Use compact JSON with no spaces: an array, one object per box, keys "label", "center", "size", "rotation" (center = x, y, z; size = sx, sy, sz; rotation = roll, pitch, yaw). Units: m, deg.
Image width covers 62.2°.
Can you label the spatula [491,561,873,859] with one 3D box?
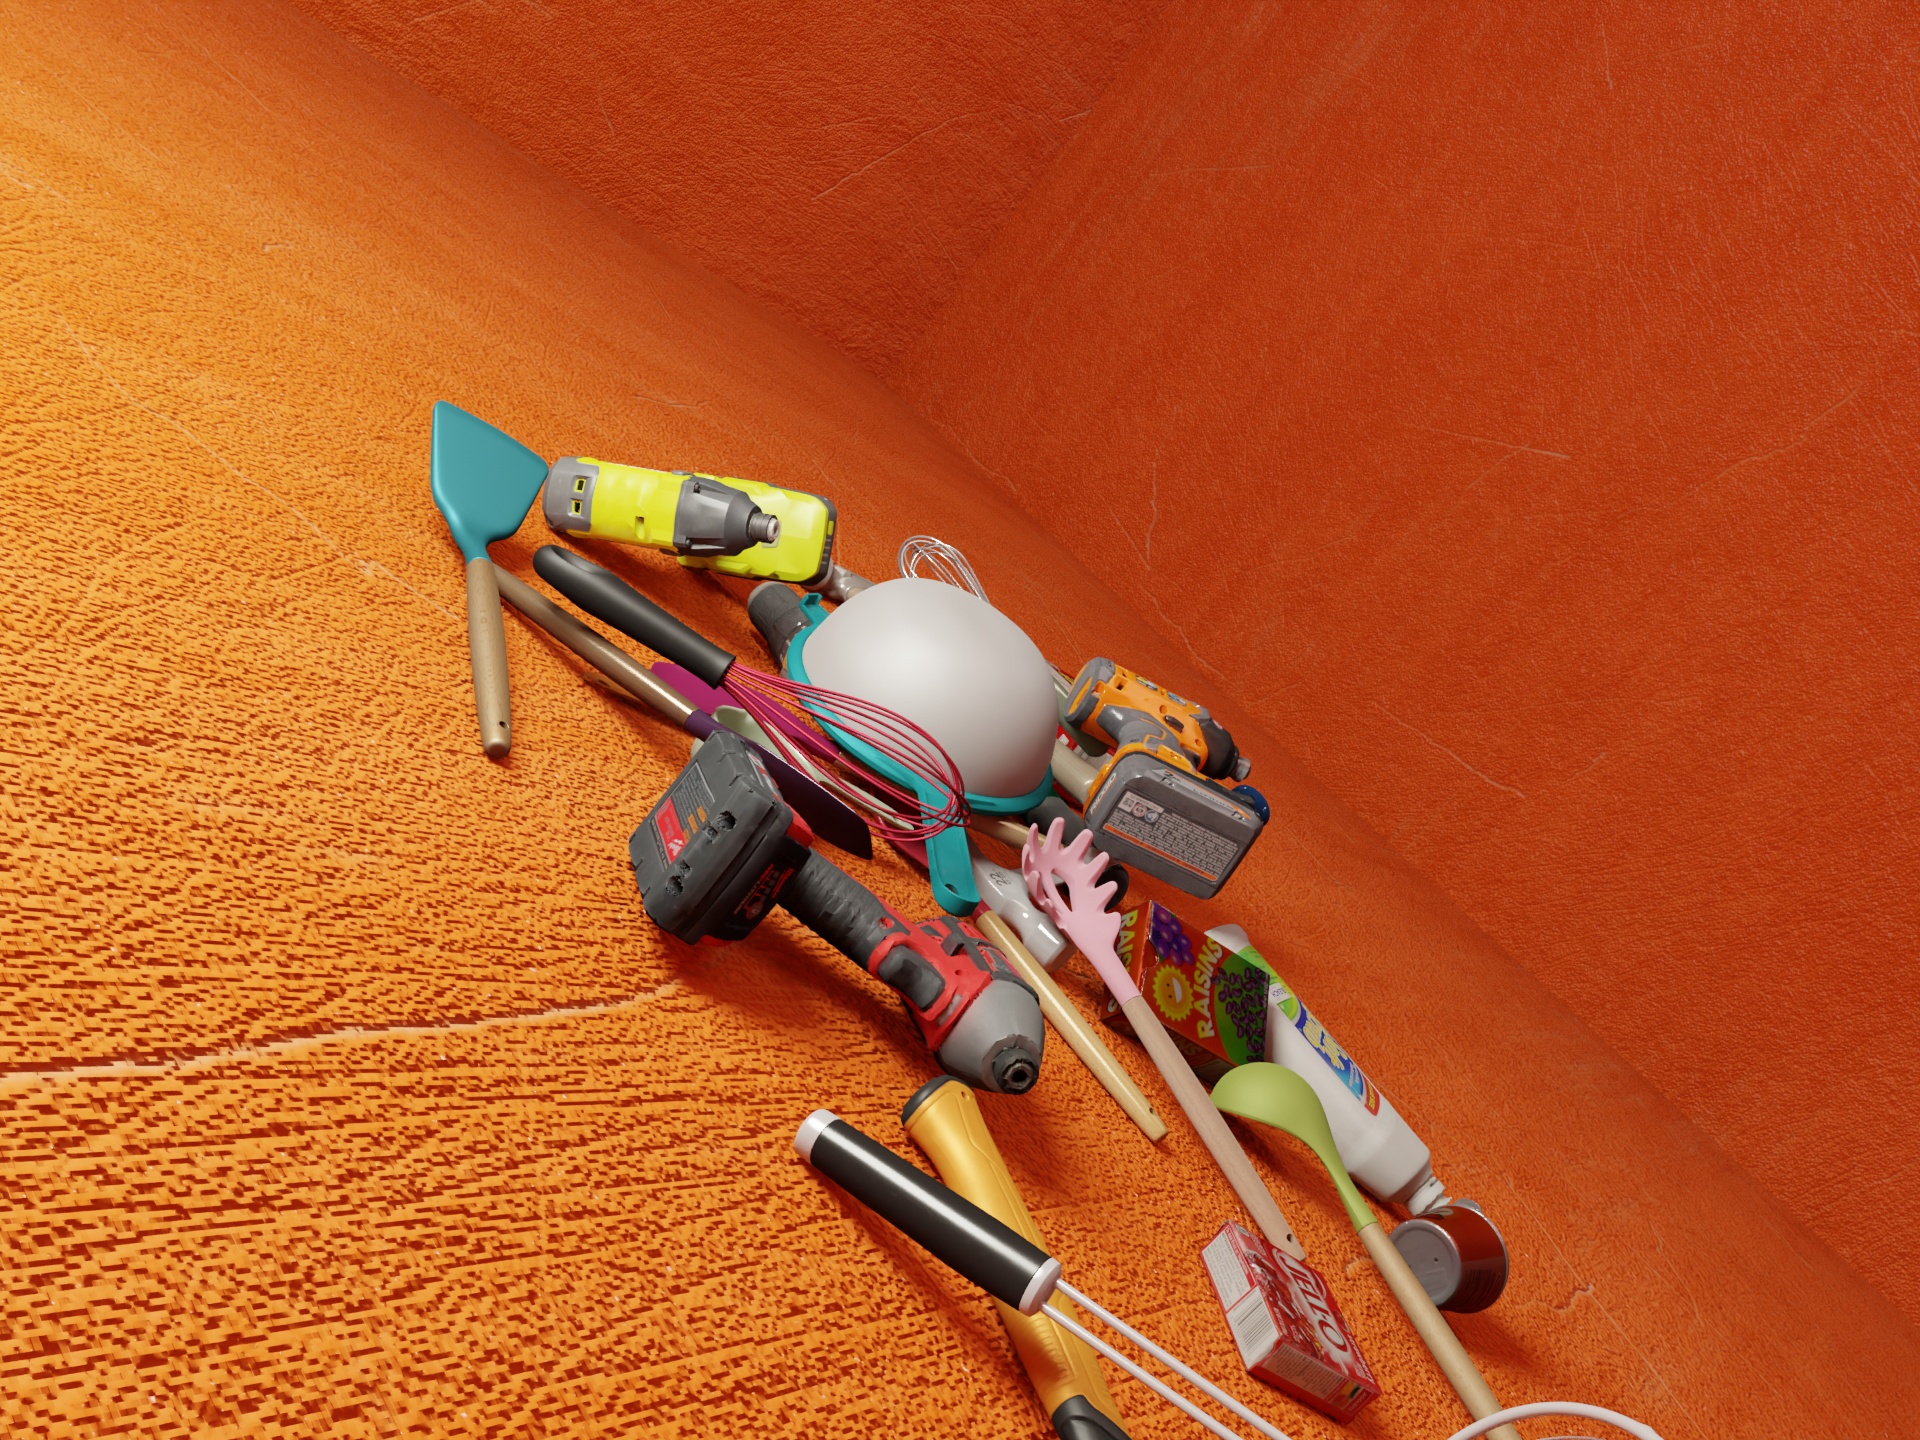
[{"label":"spatula","center":[-0.170,-0.012,0.908],"size":[0.316,0.018,0.059],"rotation":[34,-28,21]}]

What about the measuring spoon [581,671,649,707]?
[{"label":"measuring spoon","center":[-0.183,-0.005,0.979],"size":[0.116,0.011,0.021],"rotation":[25,13,-36]}]

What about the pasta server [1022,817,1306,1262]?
[{"label":"pasta server","center":[0.124,0.195,0.996],"size":[0.060,0.040,0.317],"rotation":[-11,54,-33]}]

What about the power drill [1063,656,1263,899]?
[{"label":"power drill","center":[0.167,0.043,1.238],"size":[0.164,0.084,0.227],"rotation":[26,23,-11]}]

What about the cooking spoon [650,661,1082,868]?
[{"label":"cooking spoon","center":[-0.059,0.034,1.060],"size":[0.318,0.017,0.069],"rotation":[25,19,-12]}]

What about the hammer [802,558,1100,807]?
[{"label":"hammer","center":[0.011,-0.030,1.441],"size":[0.411,0.038,0.146],"rotation":[40,10,37]}]

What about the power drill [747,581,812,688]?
[{"label":"power drill","center":[-0.058,-0.032,1.271],"size":[0.186,0.084,0.226],"rotation":[46,19,33]}]

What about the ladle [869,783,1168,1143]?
[{"label":"ladle","center":[0.032,0.145,1.022],"size":[0.069,0.031,0.316],"rotation":[1,40,-48]}]

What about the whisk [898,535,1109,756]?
[{"label":"whisk","center":[0.038,-0.061,1.341],"size":[0.246,0.059,0.058],"rotation":[47,40,-1]}]

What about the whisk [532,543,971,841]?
[{"label":"whisk","center":[-0.120,-0.017,0.922],"size":[0.296,0.073,0.073],"rotation":[32,13,-3]}]

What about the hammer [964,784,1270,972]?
[{"label":"hammer","center":[0.132,0.093,1.240],"size":[0.144,0.035,0.405],"rotation":[43,29,24]}]

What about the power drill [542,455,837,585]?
[{"label":"power drill","center":[-0.185,-0.150,1.204],"size":[0.171,0.080,0.223],"rotation":[11,5,16]}]

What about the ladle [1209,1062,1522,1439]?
[{"label":"ladle","center":[0.254,0.340,0.968],"size":[0.078,0.062,0.321],"rotation":[28,24,-47]}]

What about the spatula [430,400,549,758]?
[{"label":"spatula","center":[-0.265,-0.082,0.896],"size":[0.082,0.044,0.318],"rotation":[31,20,-34]}]

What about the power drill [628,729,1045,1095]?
[{"label":"power drill","center":[-0.050,0.106,0.787],"size":[0.219,0.078,0.143],"rotation":[37,2,-23]}]

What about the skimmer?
[{"label":"skimmer","center":[0.074,0.222,0.559],"size":[0.363,0.127,0.090],"rotation":[26,-30,30]}]

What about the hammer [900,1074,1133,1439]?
[{"label":"hammer","center":[0.051,0.268,0.634],"size":[0.127,0.034,0.337],"rotation":[29,16,-34]}]

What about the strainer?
[{"label":"strainer","center":[-0.002,-0.003,1.054],"size":[0.211,0.095,0.341],"rotation":[23,25,-18]}]

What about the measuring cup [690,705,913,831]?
[{"label":"measuring cup","center":[-0.096,0.047,0.980],"size":[0.167,0.038,0.083],"rotation":[31,15,-39]}]
